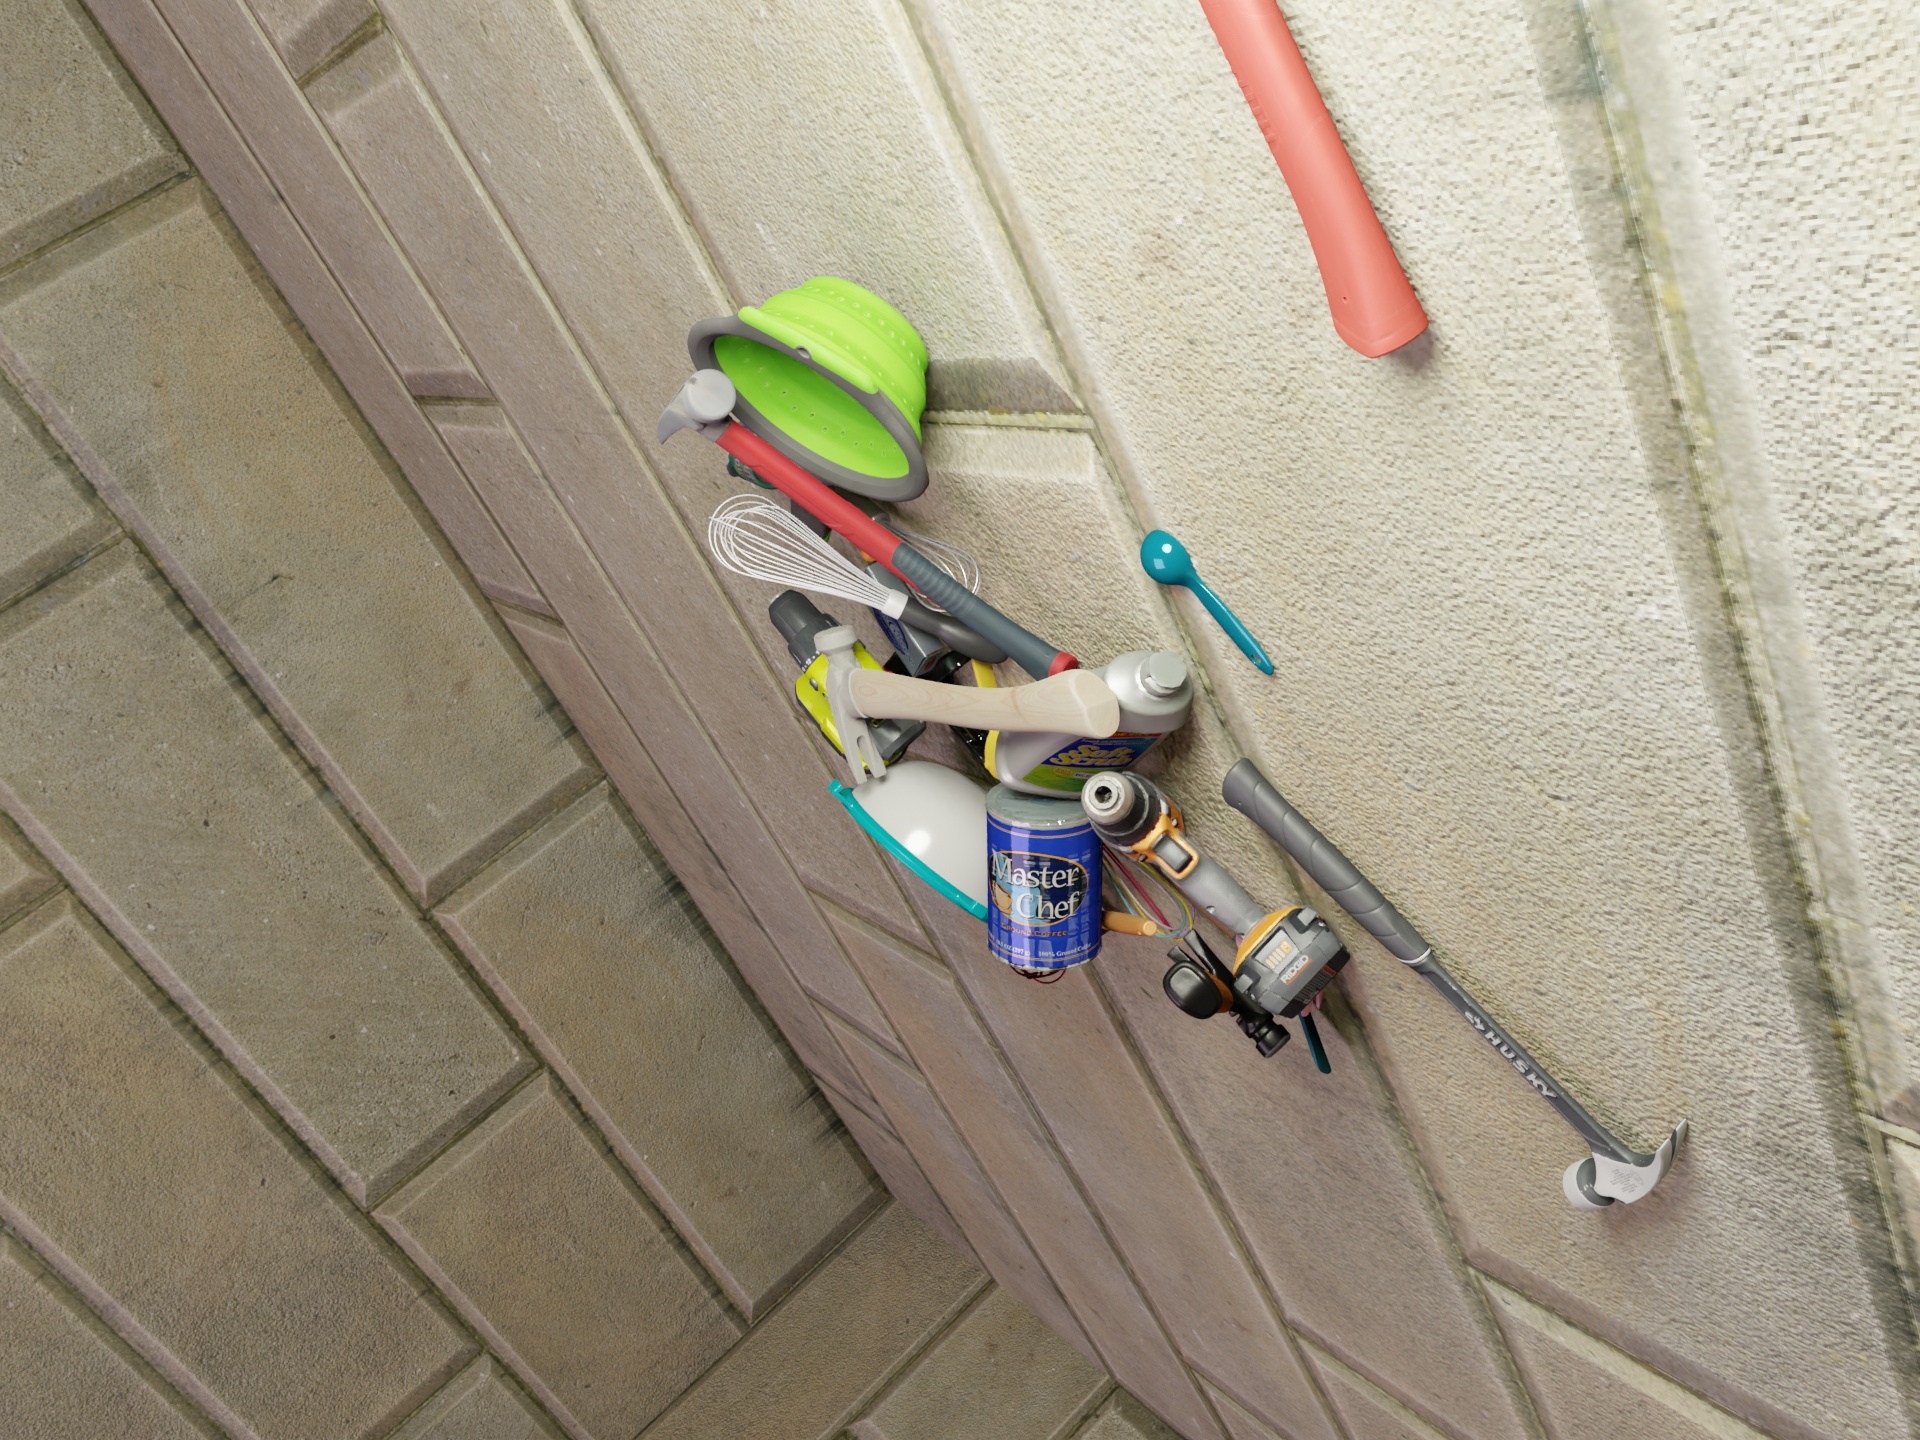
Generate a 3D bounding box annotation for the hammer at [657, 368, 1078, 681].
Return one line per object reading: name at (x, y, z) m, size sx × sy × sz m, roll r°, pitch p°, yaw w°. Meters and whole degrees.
hammer at (-0.069, -0.138, 1.267) m, size 0.386 × 0.038 × 0.143 m, roll 35°, pitch 167°, yaw -16°

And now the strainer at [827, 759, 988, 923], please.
strainer at (0.006, 0.110, 1.616) m, size 0.211 × 0.095 × 0.340 m, roll 39°, pitch -176°, yaw 15°

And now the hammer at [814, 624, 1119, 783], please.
hammer at (-0.002, -0.004, 1.304) m, size 0.411 × 0.038 × 0.146 m, roll 6°, pitch 113°, yaw 59°

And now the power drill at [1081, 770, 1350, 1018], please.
power drill at (0.188, 0.124, 1.230) m, size 0.226 × 0.084 × 0.185 m, roll 44°, pitch -176°, yaw 22°

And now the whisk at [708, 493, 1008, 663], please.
whisk at (-0.086, -0.114, 1.370) m, size 0.284 × 0.070 × 0.070 m, roll 25°, pitch 161°, yaw -8°

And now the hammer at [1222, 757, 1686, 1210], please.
hammer at (0.340, 0.180, 1.141) m, size 0.409 × 0.036 × 0.149 m, roll 46°, pitch 158°, yaw 13°

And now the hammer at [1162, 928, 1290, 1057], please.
hammer at (0.195, 0.209, 1.251) m, size 0.127 × 0.034 × 0.336 m, roll 47°, pitch -177°, yaw 19°

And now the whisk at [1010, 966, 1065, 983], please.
whisk at (0.073, 0.118, 1.457) m, size 0.073 × 0.073 × 0.295 m, roll 29°, pitch 128°, yaw 45°

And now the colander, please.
colander at (-0.099, -0.240, 1.254) m, size 0.204 × 0.094 × 0.397 m, roll 31°, pitch 166°, yaw 2°

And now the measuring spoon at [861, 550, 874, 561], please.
measuring spoon at (-0.063, -0.114, 1.486) m, size 0.117 × 0.011 × 0.021 m, roll 61°, pitch 159°, yaw 4°

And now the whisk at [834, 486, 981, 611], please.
whisk at (-0.066, -0.166, 1.387) m, size 0.247 × 0.058 × 0.059 m, roll 42°, pitch 178°, yaw 35°

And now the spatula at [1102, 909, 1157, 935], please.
spatula at (0.138, 0.175, 1.450) m, size 0.081 × 0.041 × 0.322 m, roll 54°, pitch 171°, yaw -1°

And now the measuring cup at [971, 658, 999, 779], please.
measuring cup at (0.038, -0.015, 1.431) m, size 0.029 × 0.062 × 0.156 m, roll 8°, pitch 124°, yaw 42°

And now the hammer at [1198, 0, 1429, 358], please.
hammer at (0.129, -0.331, 0.717) m, size 0.359 × 0.037 × 0.149 m, roll 58°, pitch 158°, yaw -17°

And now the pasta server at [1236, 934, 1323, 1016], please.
pasta server at (0.191, 0.131, 1.363) m, size 0.316 × 0.060 × 0.040 m, roll 42°, pitch 127°, yaw 30°

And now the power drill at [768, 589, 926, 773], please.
power drill at (-0.118, -0.034, 1.602) m, size 0.190 × 0.080 × 0.228 m, roll 48°, pitch 171°, yaw 6°

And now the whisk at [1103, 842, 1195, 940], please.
whisk at (0.124, 0.112, 1.466) m, size 0.245 × 0.051 × 0.047 m, roll 46°, pitch 165°, yaw 21°

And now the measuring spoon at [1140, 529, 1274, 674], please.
measuring spoon at (0.165, -0.076, 1.088) m, size 0.128 × 0.021 × 0.042 m, roll 50°, pitch 160°, yaw 7°

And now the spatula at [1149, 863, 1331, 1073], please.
spatula at (0.214, 0.175, 1.379) m, size 0.318 × 0.044 × 0.082 m, roll 44°, pitch -174°, yaw 22°
